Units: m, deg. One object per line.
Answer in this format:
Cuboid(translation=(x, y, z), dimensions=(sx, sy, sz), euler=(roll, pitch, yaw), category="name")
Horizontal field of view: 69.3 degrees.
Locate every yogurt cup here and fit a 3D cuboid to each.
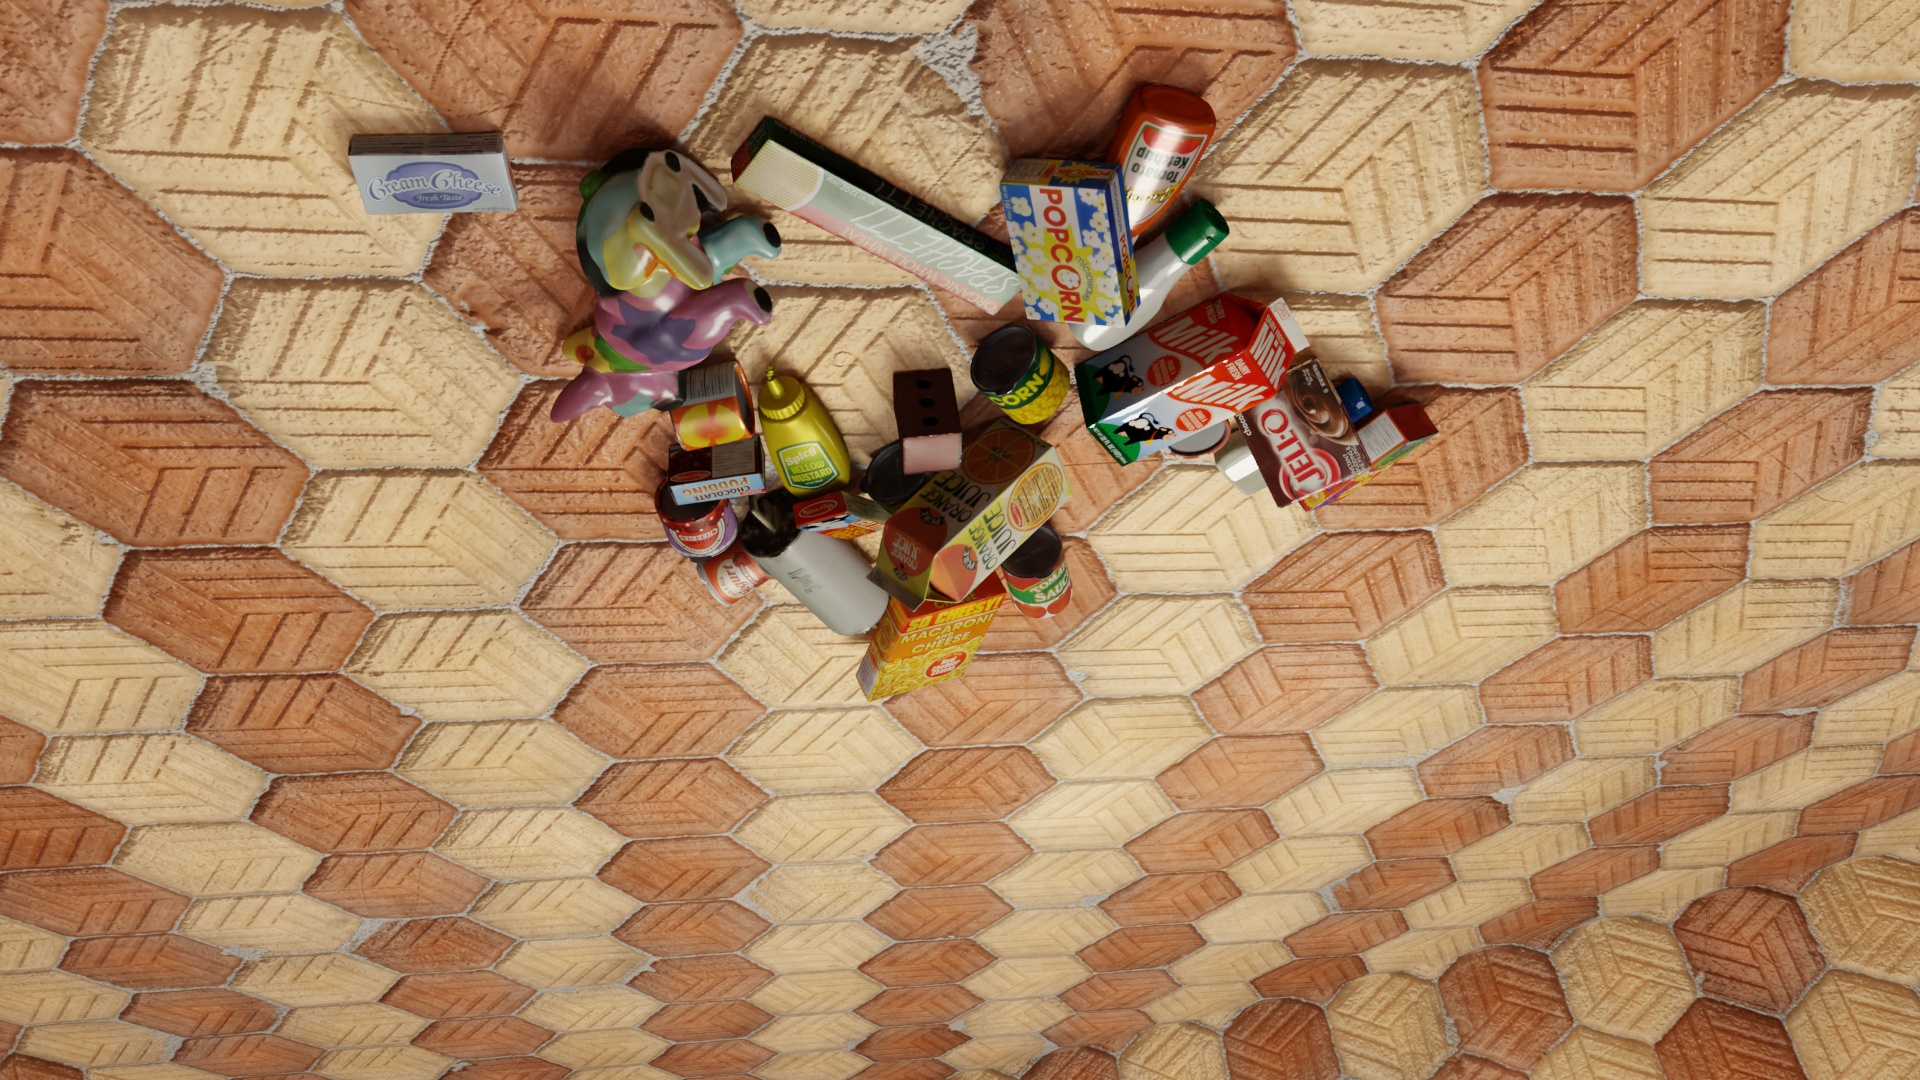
Cuboid(translation=(-0.217, 0.023, 1.352), dimensions=(0.054, 0.073, 0.072), euler=(-26, 141, 11), category="yogurt cup")

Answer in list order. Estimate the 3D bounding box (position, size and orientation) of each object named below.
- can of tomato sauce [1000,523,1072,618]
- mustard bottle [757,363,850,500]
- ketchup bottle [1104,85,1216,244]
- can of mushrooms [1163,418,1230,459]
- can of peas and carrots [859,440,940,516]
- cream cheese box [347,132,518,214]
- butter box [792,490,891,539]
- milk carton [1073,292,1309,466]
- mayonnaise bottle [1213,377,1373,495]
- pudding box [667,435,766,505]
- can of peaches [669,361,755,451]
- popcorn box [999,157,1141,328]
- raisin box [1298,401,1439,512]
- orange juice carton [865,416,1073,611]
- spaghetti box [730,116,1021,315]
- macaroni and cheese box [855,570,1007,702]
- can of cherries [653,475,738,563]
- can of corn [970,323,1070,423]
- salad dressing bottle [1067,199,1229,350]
Cuboid(translation=(0.079, 0.033, 1.418), dimensions=(0.071, 0.071, 0.082), euler=(-12, 145, 5), category="can of tomato sauce")
Cuboid(translation=(-0.144, -0.097, 1.212), dimensions=(0.065, 0.049, 0.159), euler=(-14, 144, 7), category="mustard bottle")
Cuboid(translation=(0.133, -0.267, 1.040), dimensions=(0.065, 0.044, 0.148), euler=(8, 142, -15), category="ketchup bottle")
Cuboid(translation=(0.217, -0.108, 1.283), dimensions=(0.071, 0.033, 0.070), euler=(-5, 143, -4), category="can of mushrooms")
Cuboid(translation=(-0.048, -0.049, 1.283), dimensions=(0.071, 0.071, 0.058), euler=(-23, 142, 19), category="can of peas and carrots")
Cuboid(translation=(-0.368, -0.256, 0.971), dimensions=(0.104, 0.024, 0.053), euler=(-3, 143, -7), category="cream cheese box")
Cuboid(translation=(-0.107, -0.023, 1.285), dimensions=(0.053, 0.024, 0.103), euler=(-15, 169, 19), category="butter box")
Cuboid(translation=(0.200, -0.145, 1.194), dimensions=(0.190, 0.074, 0.072), euler=(-24, 141, 21), category="milk carton")
Cuboid(translation=(0.314, -0.100, 1.306), dimensions=(0.147, 0.041, 0.064), euler=(-32, 127, 27), category="mayonnaise bottle")
Cuboid(translation=(-0.218, -0.064, 1.244), dimensions=(0.084, 0.050, 0.030), euler=(-8, 142, -1), category="pudding box")
Cuboid(translation=(-0.208, -0.111, 1.166), dimensions=(0.058, 0.071, 0.071), euler=(-12, 144, 4), category="can of peaches")
Cuboid(translation=(0.084, -0.223, 1.047), dimensions=(0.085, 0.038, 0.126), euler=(10, 139, 25), category="popcorn box")
Cuboid(translation=(0.381, -0.079, 1.319), dimensions=(0.123, 0.040, 0.086), euler=(-41, 165, 36), category="raisin box")
Cuboid(translation=(0.004, -0.016, 1.245), dimensions=(0.193, 0.072, 0.072), euler=(-43, 139, -16), category="orange juice carton")
Cuboid(translation=(-0.053, -0.240, 1.051), dimensions=(0.250, 0.029, 0.050), euler=(21, 136, -34), category="spaghetti box")
Cuboid(translation=(-0.034, 0.101, 1.484), dimensions=(0.124, 0.040, 0.165), euler=(-14, 149, -29), category="macaroni and cheese box")
Cuboid(translation=(-0.242, -0.024, 1.275), dimensions=(0.071, 0.072, 0.058), euler=(-8, 144, 0), category="can of cherries")
Cuboid(translation=(0.051, -0.138, 1.176), dimensions=(0.071, 0.071, 0.058), euler=(-27, 141, 24), category="can of corn")
Cuboid(translation=(0.150, -0.213, 1.117), dimensions=(0.064, 0.044, 0.147), euler=(20, 135, -39), category="salad dressing bottle")
